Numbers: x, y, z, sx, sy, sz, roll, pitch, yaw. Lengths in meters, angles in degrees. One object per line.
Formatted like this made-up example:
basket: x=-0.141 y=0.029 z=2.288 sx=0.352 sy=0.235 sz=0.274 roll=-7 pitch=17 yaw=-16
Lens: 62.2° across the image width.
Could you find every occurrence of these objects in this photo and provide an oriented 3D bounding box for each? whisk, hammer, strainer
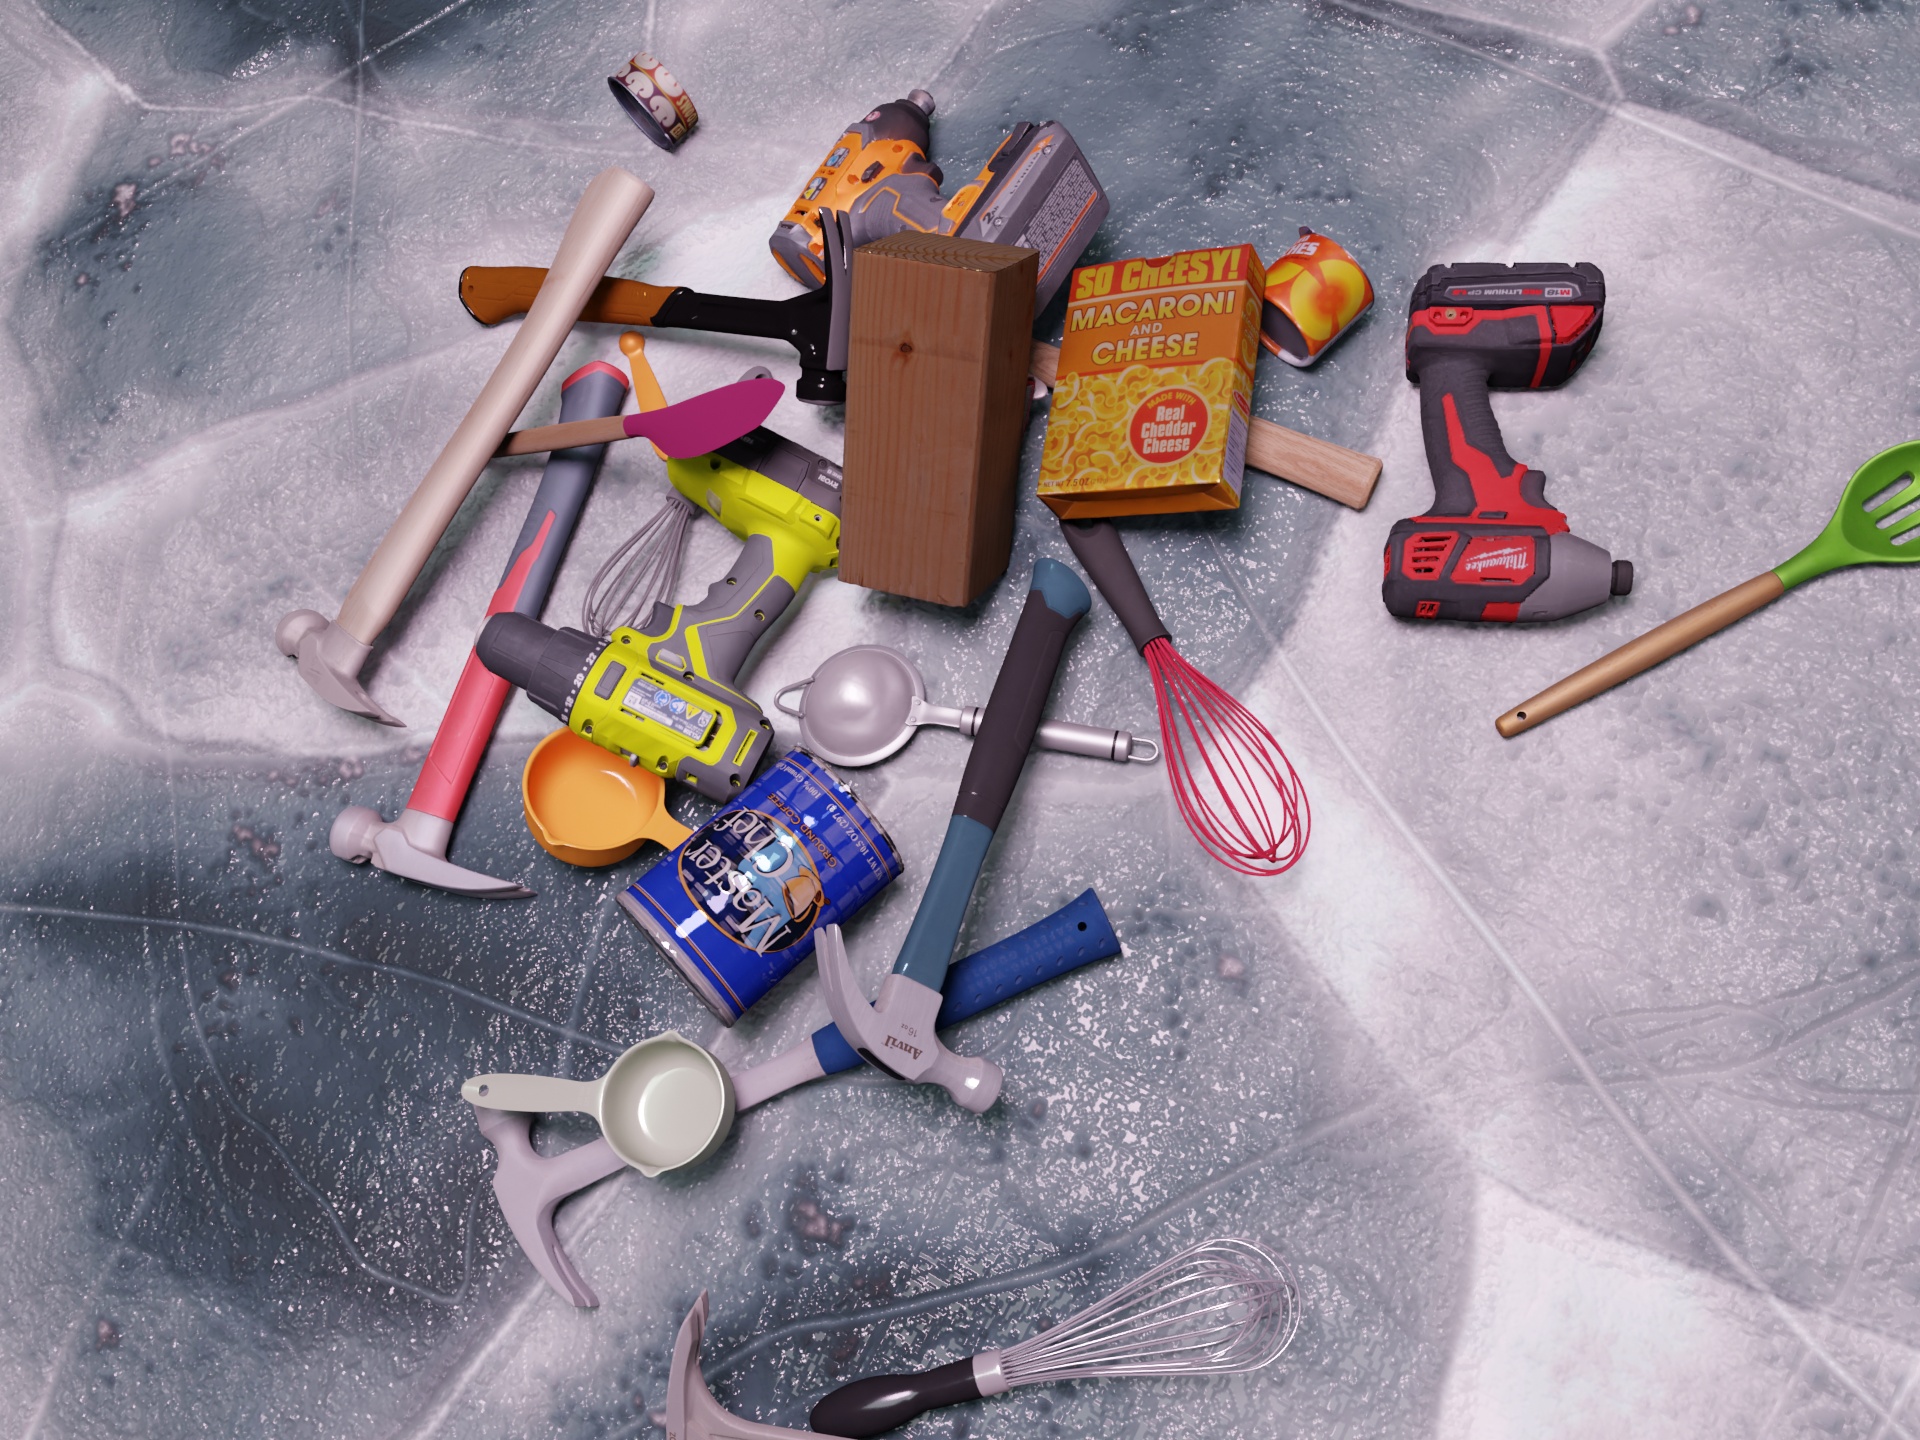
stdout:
whisk: x=0.128 y=-0.031 z=0.983 sx=0.073 sy=0.073 sz=0.296 roll=-27 pitch=62 yaw=2
hammer: x=-0.092 y=0.211 z=0.955 sx=0.405 sy=0.035 sz=0.144 roll=-25 pitch=68 yaw=2
hammer: x=0.013 y=0.050 z=0.936 sx=0.128 sy=0.033 sz=0.331 roll=28 pitch=66 yaw=-18
whisk: x=0.048 y=0.349 z=0.869 sx=0.284 sy=0.070 sz=0.070 roll=-20 pitch=68 yaw=10
hammer: x=-0.295 y=-0.070 z=1.094 sx=0.143 sy=0.038 sz=0.386 roll=14 pitch=75 yaw=15
strainer: x=-0.002 y=-0.003 z=1.009 sx=0.258 sy=0.050 sz=0.087 roll=9 pitch=69 yaw=11
hammer: x=0.121 y=-0.216 z=1.060 sx=0.331 sy=0.031 sz=0.130 roll=24 pitch=78 yaw=18
hammer: x=0.019 y=0.398 z=0.843 sx=0.359 sy=0.037 sz=0.149 roll=5 pitch=105 yaw=9
hammer: x=-0.323 y=-0.191 z=1.082 sx=0.146 sy=0.038 sz=0.410 roll=32 pitch=91 yaw=38
hammer: x=-0.222 y=-0.302 z=1.122 sx=0.337 sy=0.034 sz=0.127 roll=12 pitch=107 yaw=26
whisk: x=-0.190 y=-0.148 z=1.097 sx=0.055 sy=0.055 sz=0.239 roll=22 pitch=73 yaw=18

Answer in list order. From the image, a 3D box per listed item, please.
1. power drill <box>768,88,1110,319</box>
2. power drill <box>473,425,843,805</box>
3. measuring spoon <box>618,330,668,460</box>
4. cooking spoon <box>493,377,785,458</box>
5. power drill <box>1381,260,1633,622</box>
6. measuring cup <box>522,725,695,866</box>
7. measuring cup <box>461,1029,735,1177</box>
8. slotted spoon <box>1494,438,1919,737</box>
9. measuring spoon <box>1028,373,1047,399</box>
power drill: x=-0.013 y=-0.360 z=1.087 sx=0.227 sy=0.084 sz=0.164 roll=24 pitch=77 yaw=40
power drill: x=-0.178 y=-0.081 z=1.017 sx=0.190 sy=0.080 sz=0.229 roll=27 pitch=70 yaw=-2
measuring spoon: x=-0.227 y=-0.237 z=1.151 sx=0.021 sy=0.011 sz=0.117 roll=-23 pitch=68 yaw=4
cooking spoon: x=-0.234 y=-0.192 z=1.050 sx=0.319 sy=0.017 sz=0.069 roll=1 pitch=51 yaw=40
power drill: x=0.337 y=-0.165 z=0.975 sx=0.143 sy=0.078 sz=0.220 roll=4 pitch=75 yaw=13
measuring cup: x=-0.201 y=0.073 z=1.021 sx=0.173 sy=0.052 sz=0.095 roll=33 pitch=61 yaw=-1
measuring cup: x=-0.212 y=0.224 z=0.937 sx=0.167 sy=0.038 sz=0.083 roll=0 pitch=71 yaw=14
slotted spoon: x=0.458 y=-0.071 z=0.941 sx=0.314 sy=0.031 sz=0.070 roll=-29 pitch=71 yaw=3
measuring spoon: x=0.002 y=-0.241 z=1.066 sx=0.124 sy=0.018 sz=0.034 roll=23 pitch=78 yaw=17
